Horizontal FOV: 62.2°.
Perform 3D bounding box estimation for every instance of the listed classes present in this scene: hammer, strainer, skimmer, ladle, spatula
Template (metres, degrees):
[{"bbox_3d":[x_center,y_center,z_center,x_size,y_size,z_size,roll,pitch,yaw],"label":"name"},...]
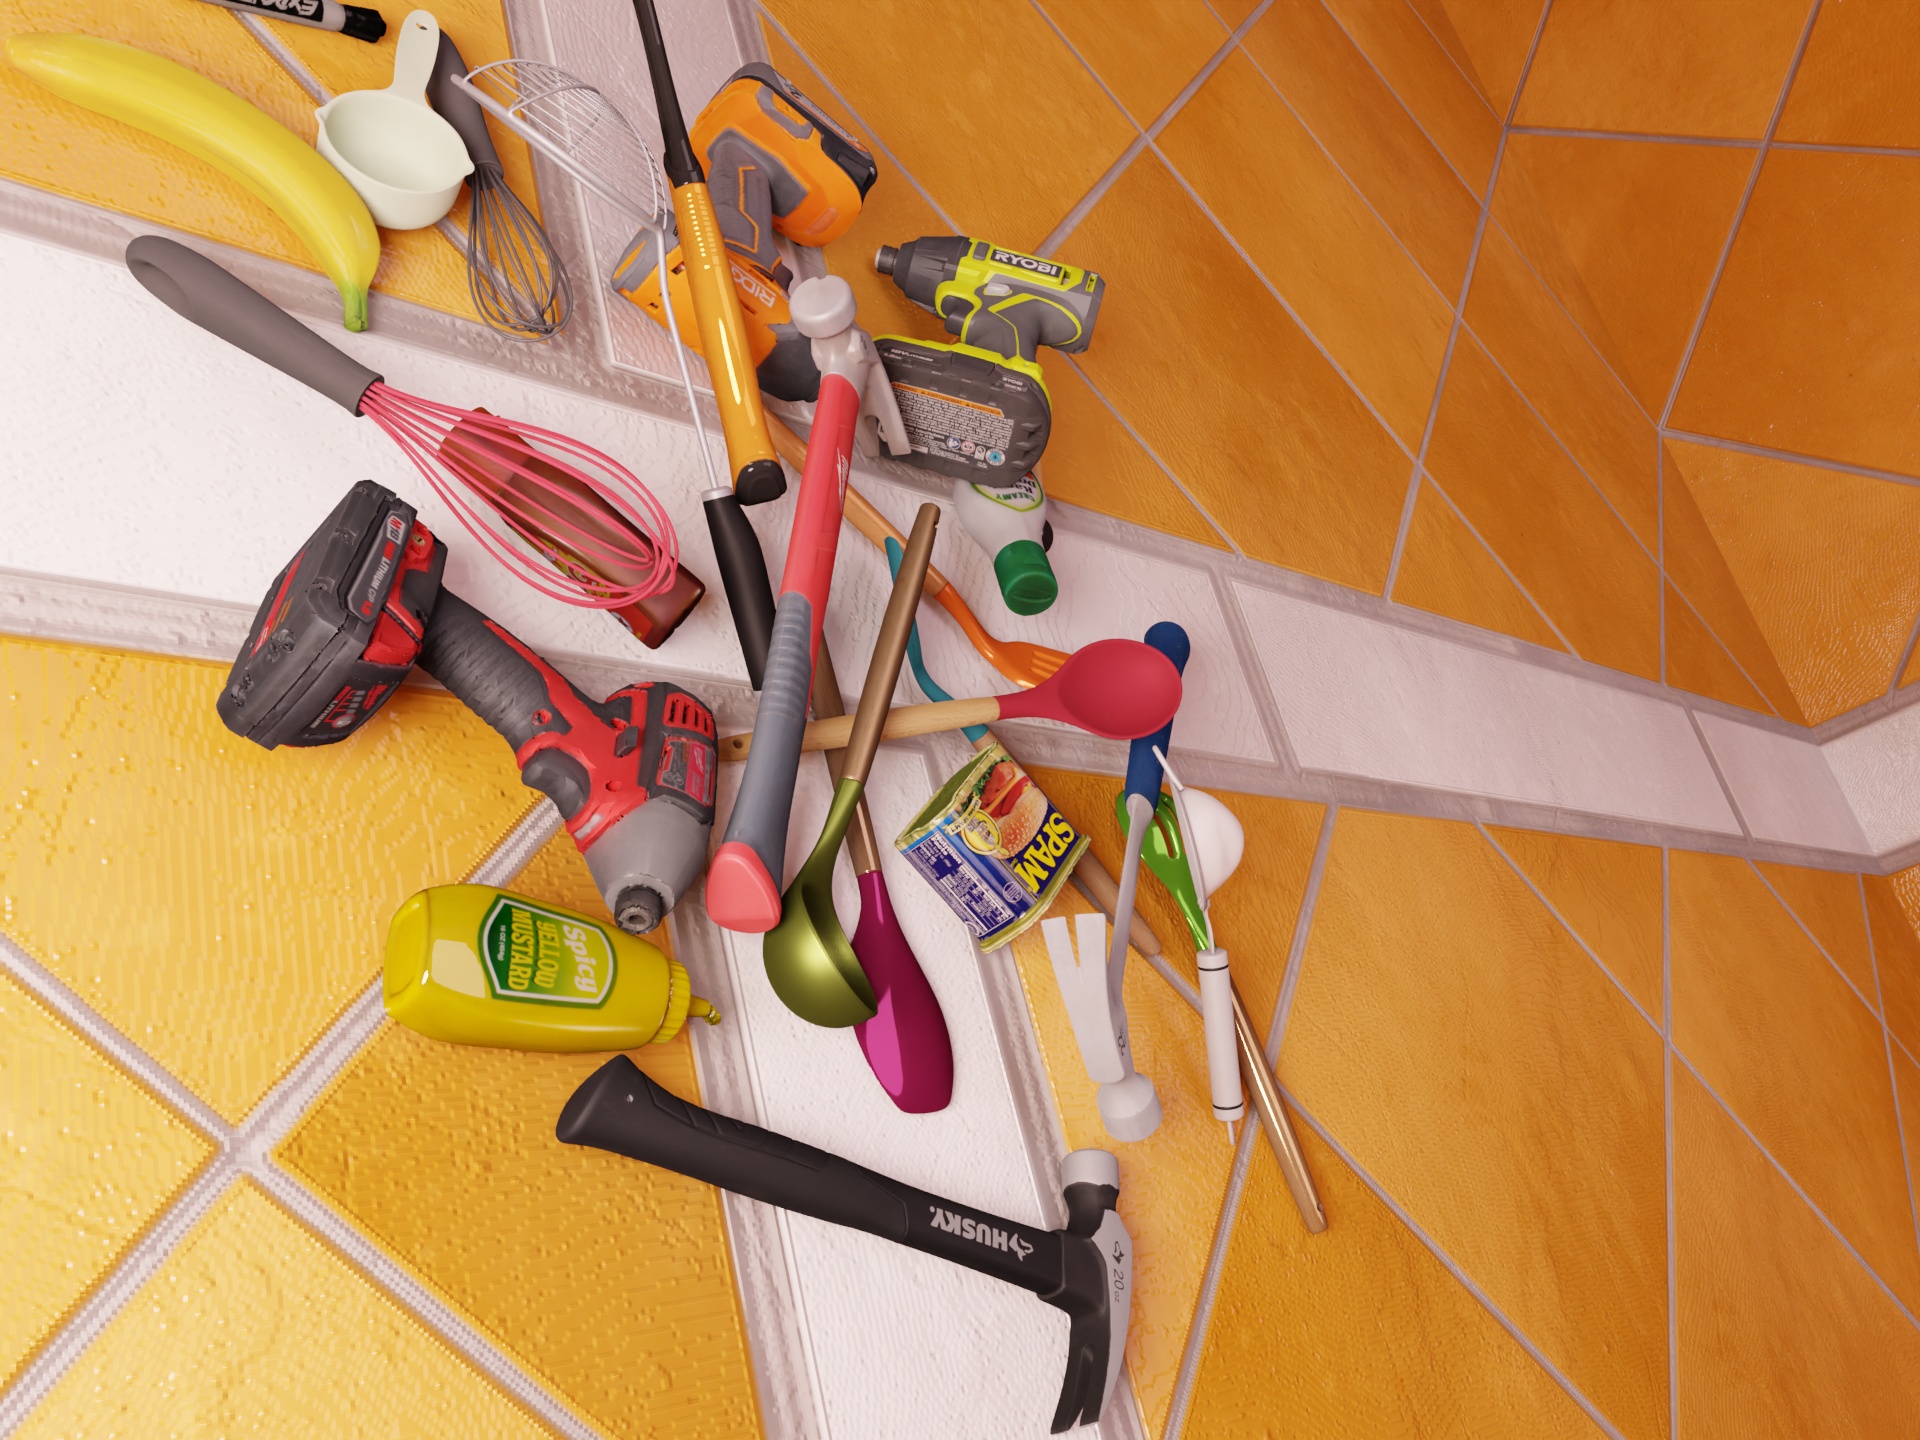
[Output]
[{"bbox_3d":[-0.154,-0.288,0.907,0.034,0.127,0.337,-14,95,-14],"label":"hammer"},{"bbox_3d":[0.157,0.140,0.987,0.087,0.050,0.258,-69,153,-82],"label":"strainer"},{"bbox_3d":[-0.177,-0.175,0.864,0.127,0.090,0.363,-112,-173,-80],"label":"skimmer"},{"bbox_3d":[0.111,0.058,0.997,0.406,0.035,0.144,-72,148,-52],"label":"hammer"},{"bbox_3d":[-0.041,0.012,0.860,0.078,0.062,0.320,58,39,-53],"label":"ladle"},{"bbox_3d":[0.037,0.022,1.002,0.317,0.044,0.082,51,-3,-11],"label":"spatula"},{"bbox_3d":[-0.024,-0.108,1.037,0.322,0.041,0.081,43,24,-14],"label":"spatula"},{"bbox_3d":[-0.081,-0.058,0.877,0.143,0.038,0.387,65,26,-54],"label":"hammer"},{"bbox_3d":[-0.001,-0.003,0.932,0.315,0.031,0.069,-9,66,-31],"label":"ladle"},{"bbox_3d":[-0.043,0.238,0.767,0.334,0.035,0.146,29,44,-30],"label":"hammer"}]

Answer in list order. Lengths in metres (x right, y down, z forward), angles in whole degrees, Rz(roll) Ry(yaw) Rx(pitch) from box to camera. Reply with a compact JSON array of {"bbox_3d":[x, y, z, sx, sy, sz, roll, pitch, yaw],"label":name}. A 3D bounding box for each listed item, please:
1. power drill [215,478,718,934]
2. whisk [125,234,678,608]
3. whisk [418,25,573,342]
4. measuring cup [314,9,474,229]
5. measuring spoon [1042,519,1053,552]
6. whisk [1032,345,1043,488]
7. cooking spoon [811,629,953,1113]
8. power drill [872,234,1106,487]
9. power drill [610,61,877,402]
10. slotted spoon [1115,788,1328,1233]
[{"bbox_3d":[-0.205,0.004,0.717,0.219,0.078,0.143,35,29,-29],"label":"power drill"},{"bbox_3d":[-0.263,-0.142,0.753,0.296,0.073,0.073,32,41,-4],"label":"whisk"},{"bbox_3d":[-0.277,-0.313,0.915,0.055,0.055,0.239,0,58,-47],"label":"whisk"},{"bbox_3d":[-0.313,-0.338,0.890,0.083,0.038,0.168,14,50,-24],"label":"measuring cup"},{"bbox_3d":[0.041,-0.179,1.179,0.034,0.018,0.124,0,63,-47],"label":"measuring spoon"},{"bbox_3d":[0.044,-0.264,1.216,0.051,0.047,0.245,19,49,-28],"label":"whisk"},{"bbox_3d":[-0.057,0.063,0.894,0.068,0.017,0.319,8,58,-45],"label":"cooking spoon"},{"bbox_3d":[0.003,-0.269,1.131,0.171,0.080,0.223,15,43,1],"label":"power drill"},{"bbox_3d":[-0.125,-0.312,1.050,0.164,0.084,0.227,34,47,-26],"label":"power drill"},{"bbox_3d":[0.178,0.183,1.054,0.070,0.031,0.314,-4,68,-45],"label":"slotted spoon"}]
